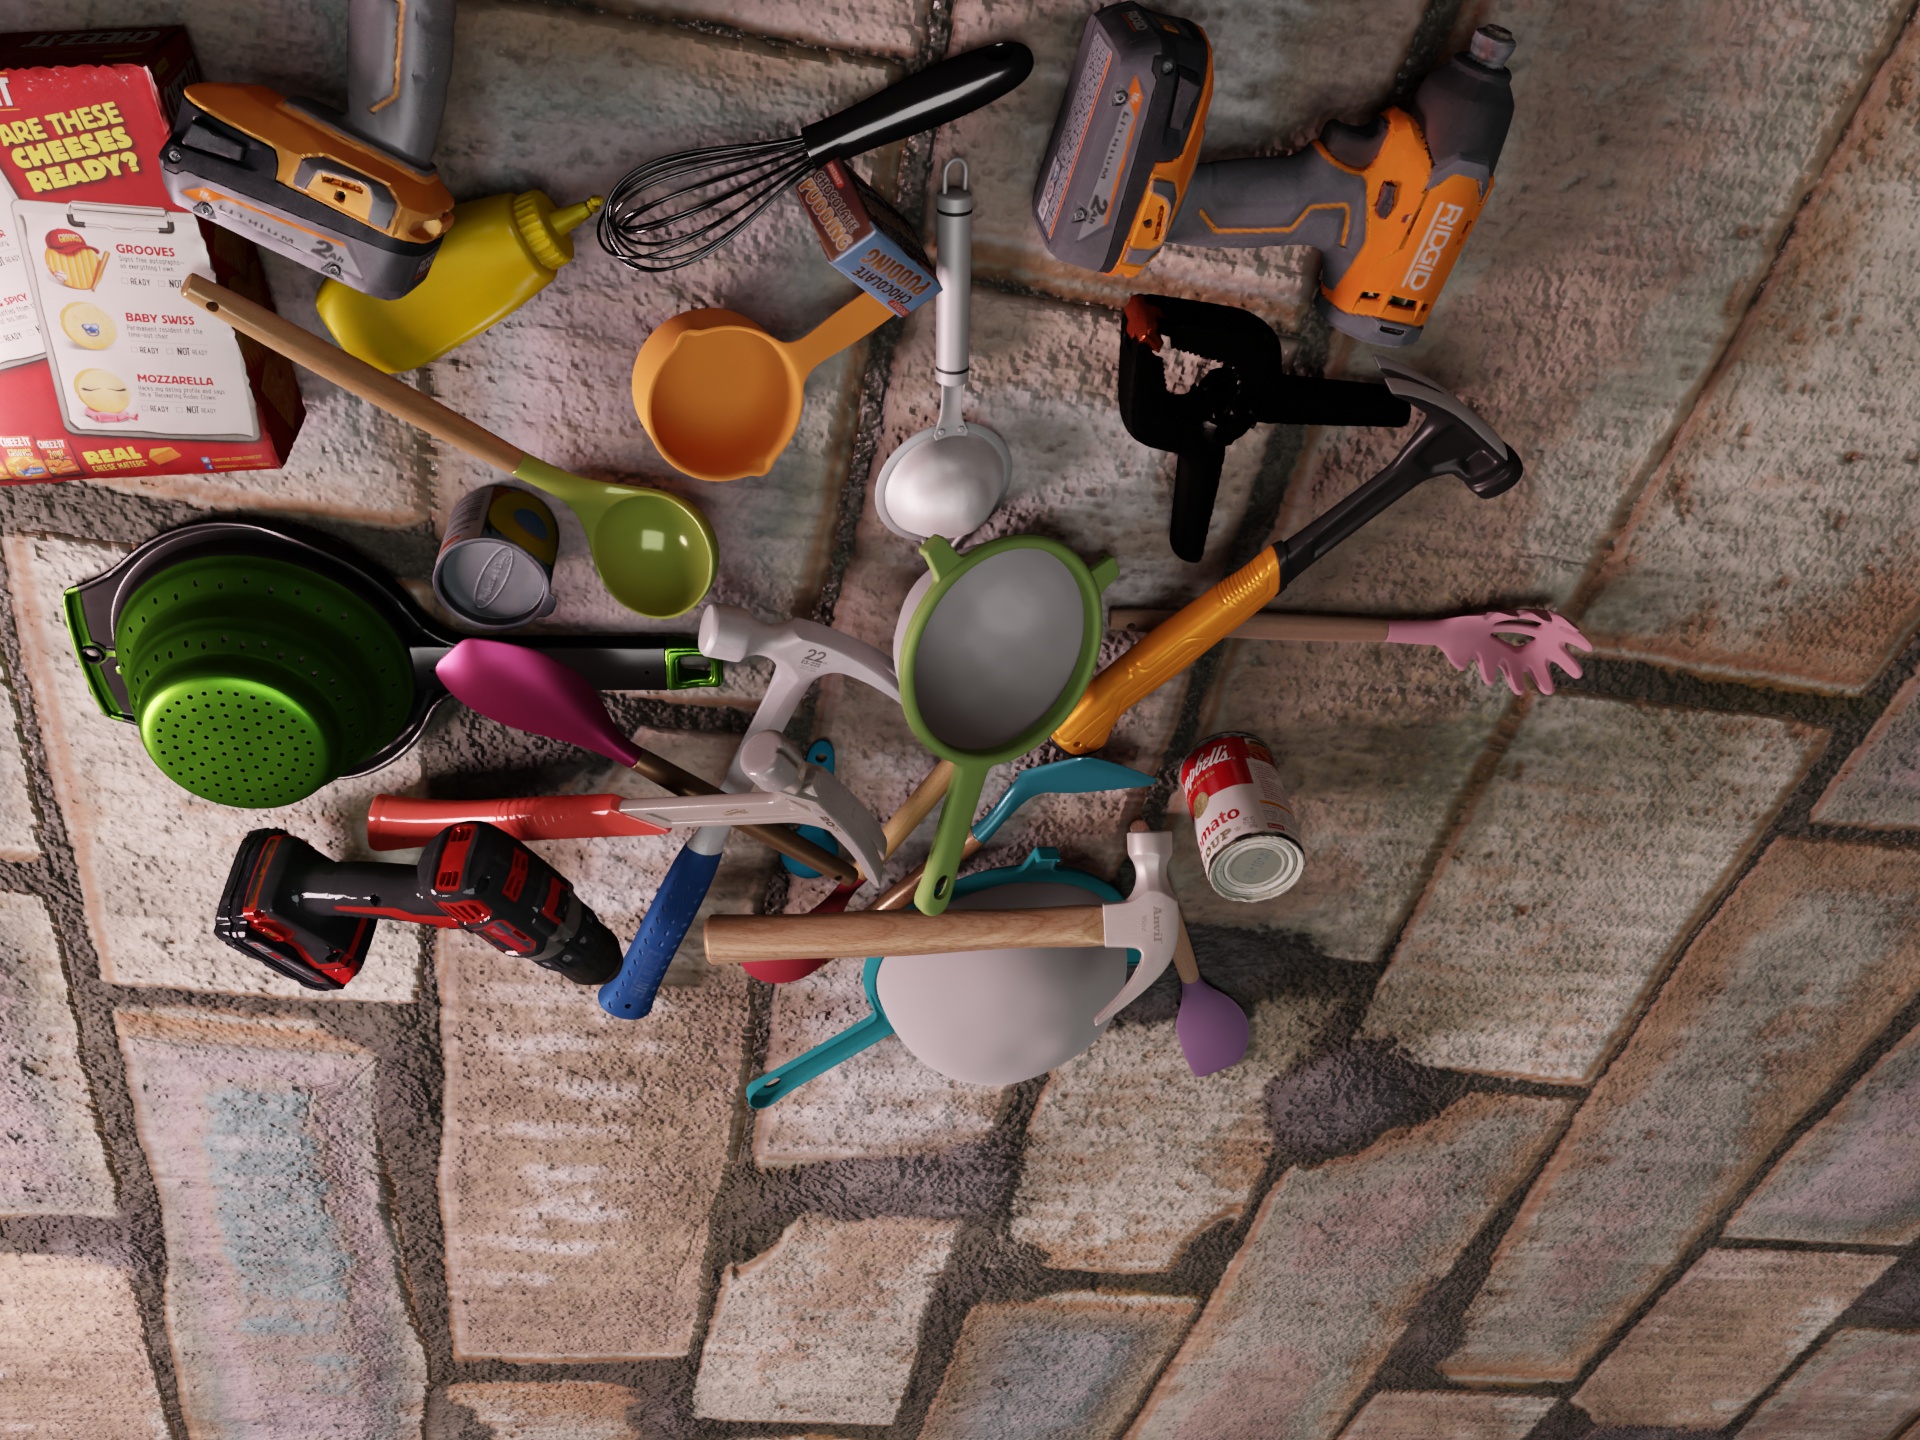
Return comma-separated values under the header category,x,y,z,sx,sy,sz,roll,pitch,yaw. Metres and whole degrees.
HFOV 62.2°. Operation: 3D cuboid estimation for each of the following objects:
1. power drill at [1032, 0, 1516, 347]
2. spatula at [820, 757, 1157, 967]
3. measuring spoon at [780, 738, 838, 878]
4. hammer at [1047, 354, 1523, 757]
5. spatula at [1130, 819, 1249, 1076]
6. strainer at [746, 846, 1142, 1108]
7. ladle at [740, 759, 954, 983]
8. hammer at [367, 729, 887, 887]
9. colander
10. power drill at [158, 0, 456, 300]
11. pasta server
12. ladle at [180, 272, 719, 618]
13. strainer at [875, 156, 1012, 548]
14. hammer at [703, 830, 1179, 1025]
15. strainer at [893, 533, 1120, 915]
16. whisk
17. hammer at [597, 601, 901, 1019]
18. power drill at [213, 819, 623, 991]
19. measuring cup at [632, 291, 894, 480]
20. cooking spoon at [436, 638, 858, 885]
category,x,y,z,sx,sy,sz,roll,pitch,yaw
power drill,0.167,-0.289,0.809,0.226,0.084,0.164,7,129,-17
spatula,-0.002,0.105,1.148,0.317,0.044,0.082,-40,144,27
measuring spoon,-0.103,0.067,1.120,0.042,0.021,0.128,3,130,-9
hammer,0.171,-0.082,0.974,0.127,0.034,0.337,25,129,-37
spatula,0.178,0.186,1.253,0.060,0.018,0.315,-23,130,1
strainer,-0.015,0.240,1.199,0.340,0.095,0.210,-31,136,12
ladle,-0.056,0.091,1.132,0.069,0.031,0.315,18,123,-41
hammer,-0.229,0.065,1.019,0.359,0.037,0.149,-4,147,25
colander,-0.348,-0.014,0.977,0.397,0.095,0.204,0,130,-6
power drill,-0.284,-0.329,0.710,0.185,0.084,0.226,24,111,-15
pasta server,0.254,-0.056,1.042,0.316,0.040,0.060,2,129,-6
ladle,-0.263,-0.145,0.861,0.078,0.062,0.319,-39,136,24
strainer,-0.005,-0.189,0.902,0.087,0.050,0.258,-12,129,-17
hammer,-0.015,0.149,1.106,0.331,0.130,0.031,-3,176,7
strainer,-0.002,-0.003,1.006,0.151,0.069,0.256,1,112,-38
whisk,-0.074,-0.288,0.805,0.239,0.055,0.055,-21,129,7
hammer,-0.168,0.082,1.101,0.144,0.035,0.405,12,132,-24
power drill,-0.354,0.133,1.068,0.227,0.080,0.187,-5,149,19
measuring cup,-0.102,-0.205,0.877,0.173,0.052,0.095,-35,130,-7
cooking spoon,-0.185,0.035,1.008,0.068,0.017,0.318,-36,128,29
